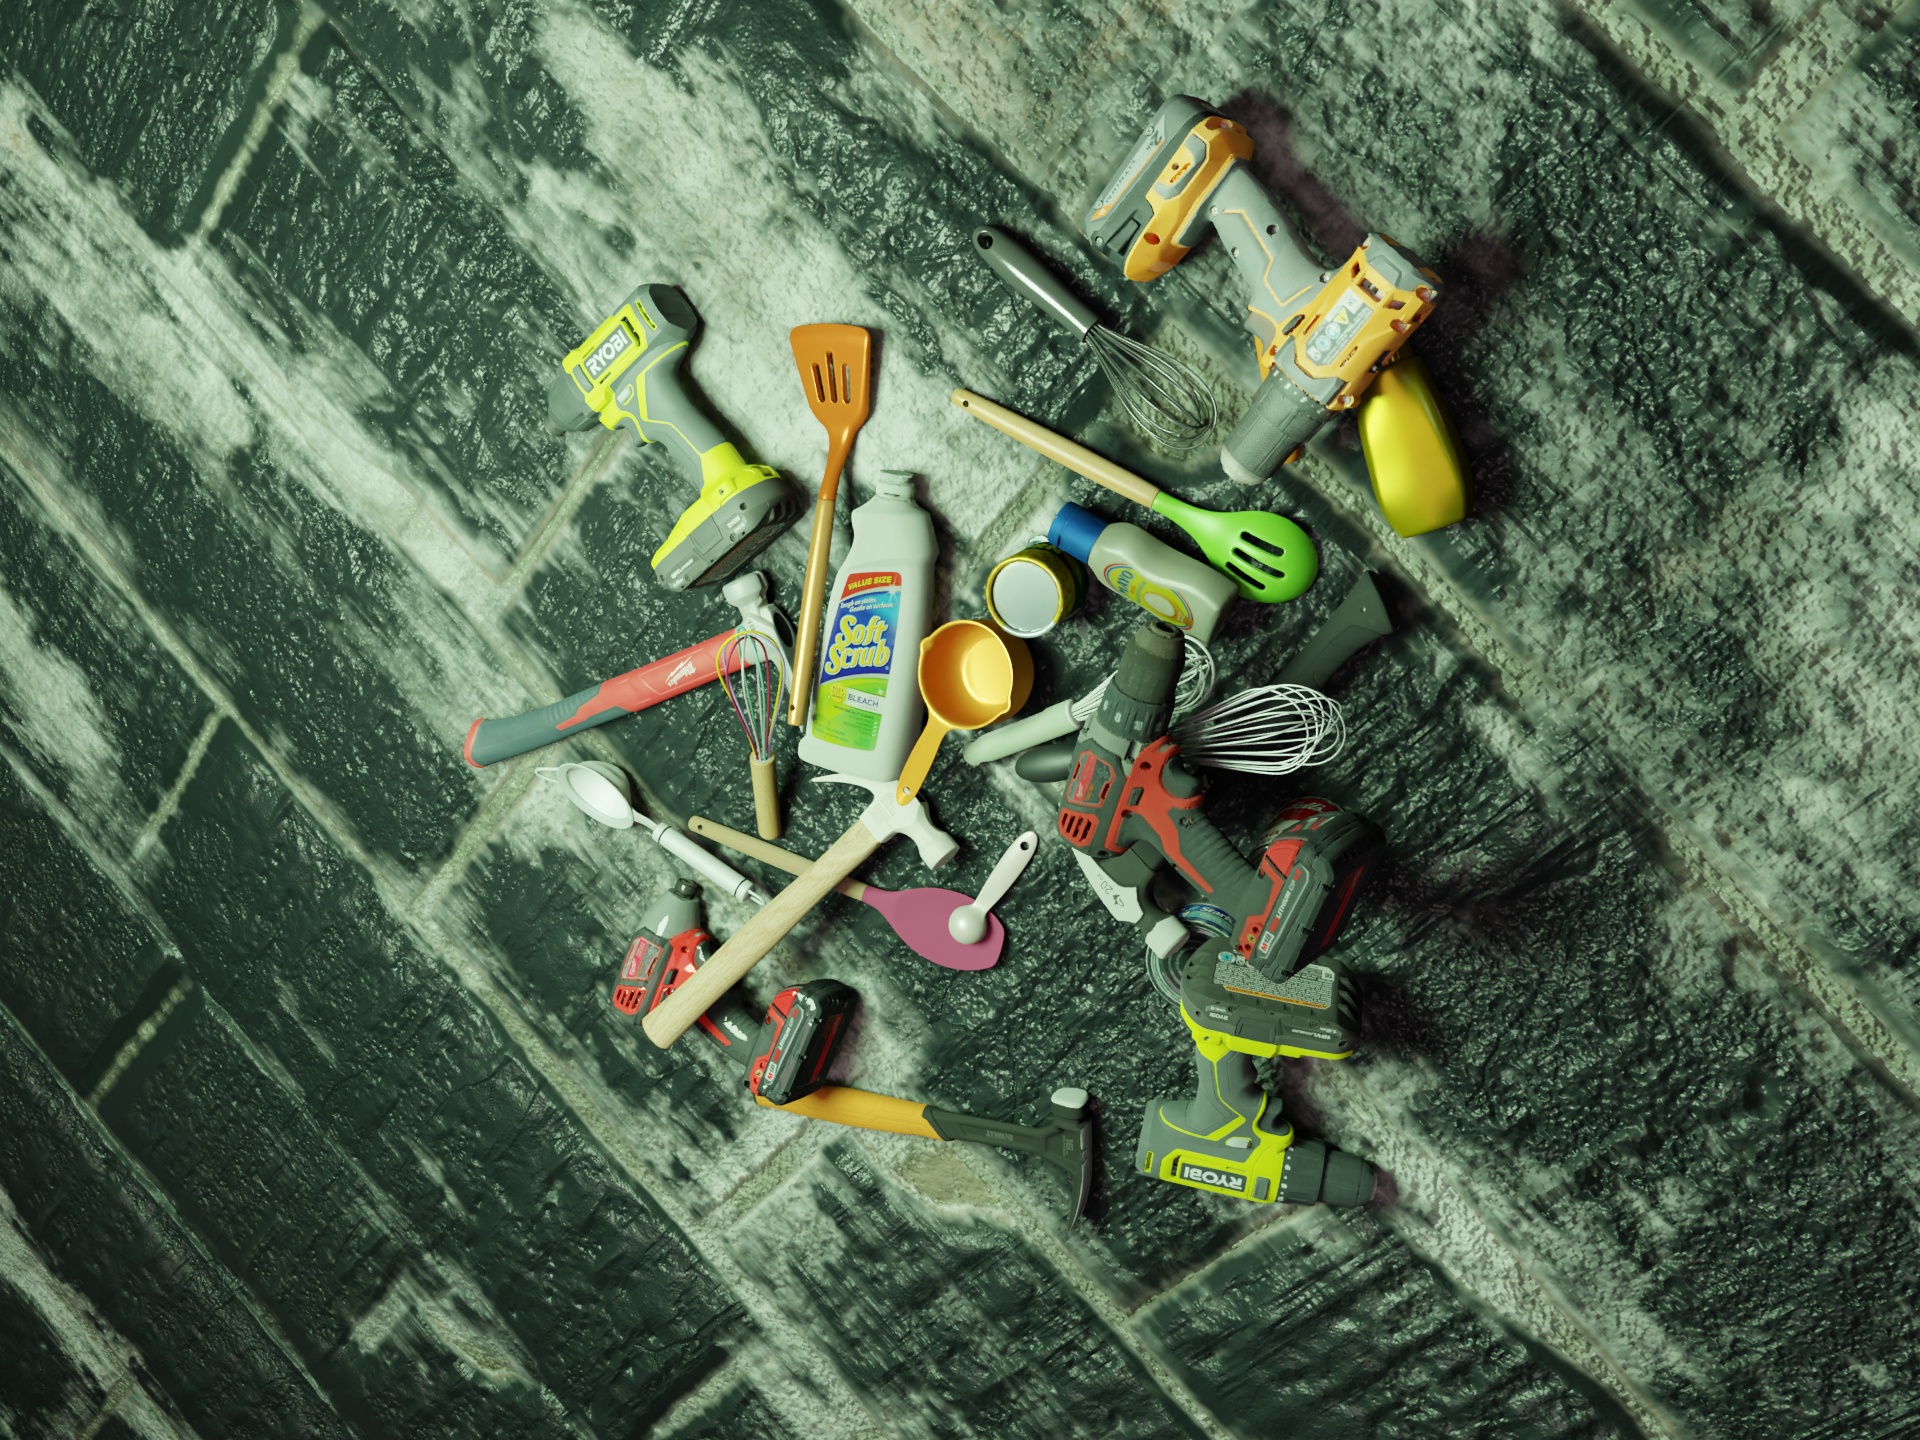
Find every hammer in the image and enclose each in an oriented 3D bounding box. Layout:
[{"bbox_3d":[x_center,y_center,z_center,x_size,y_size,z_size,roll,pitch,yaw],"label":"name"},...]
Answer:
[{"bbox_3d":[-0.304,-0.008,1.454,0.386,0.038,0.143,-19,99,29],"label":"hammer"},{"bbox_3d":[0.209,0.019,1.212,0.146,0.035,0.334,48,116,22],"label":"hammer"},{"bbox_3d":[-0.159,0.169,1.393,0.331,0.031,0.130,-43,75,12],"label":"hammer"},{"bbox_3d":[-0.040,0.371,1.455,0.337,0.034,0.127,5,108,24],"label":"hammer"}]

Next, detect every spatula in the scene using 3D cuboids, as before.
[{"bbox_3d":[-0.118,-0.156,1.289,0.081,0.041,0.322,10,94,32],"label":"spatula"}]

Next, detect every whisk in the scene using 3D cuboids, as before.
[{"bbox_3d":[0.096,-0.008,1.256,0.246,0.058,0.059,-22,88,36],"label":"whisk"},{"bbox_3d":[-0.174,0.015,1.355,0.051,0.047,0.244,39,145,32],"label":"whisk"},{"bbox_3d":[0.095,-0.286,1.175,0.239,0.055,0.055,44,119,11],"label":"whisk"},{"bbox_3d":[0.157,0.020,1.196,0.284,0.070,0.070,-11,102,38],"label":"whisk"}]

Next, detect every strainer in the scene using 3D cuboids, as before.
[{"bbox_3d":[-0.279,0.099,1.464,0.258,0.050,0.086,32,147,16],"label":"strainer"}]

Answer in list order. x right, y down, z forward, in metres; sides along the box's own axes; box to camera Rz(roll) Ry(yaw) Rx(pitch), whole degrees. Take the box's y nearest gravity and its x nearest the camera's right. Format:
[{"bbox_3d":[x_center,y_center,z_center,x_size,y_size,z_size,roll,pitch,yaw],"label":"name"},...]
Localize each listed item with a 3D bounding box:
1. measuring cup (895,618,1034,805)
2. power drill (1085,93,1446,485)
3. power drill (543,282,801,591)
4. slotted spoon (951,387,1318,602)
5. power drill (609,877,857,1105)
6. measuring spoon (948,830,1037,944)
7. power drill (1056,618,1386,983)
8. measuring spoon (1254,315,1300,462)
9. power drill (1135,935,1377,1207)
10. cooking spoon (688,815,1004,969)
[{"bbox_3d":[-0.002,-0.004,1.295,0.095,0.052,0.173,37,115,22],"label":"measuring cup"},{"bbox_3d":[0.189,-0.290,1.087,0.226,0.084,0.185,47,120,17],"label":"power drill"},{"bbox_3d":[-0.250,-0.227,1.338,0.171,0.080,0.223,-35,86,30],"label":"power drill"},{"bbox_3d":[0.125,-0.177,1.204,0.314,0.031,0.070,31,121,15],"label":"slotted spoon"},{"bbox_3d":[-0.214,0.247,1.466,0.220,0.078,0.143,25,97,22],"label":"power drill"},{"bbox_3d":[0.028,0.143,1.350,0.034,0.018,0.124,37,111,9],"label":"measuring spoon"},{"bbox_3d":[0.177,0.053,1.109,0.227,0.080,0.187,35,125,29],"label":"power drill"},{"bbox_3d":[0.226,-0.242,1.143,0.021,0.011,0.117,-6,104,27],"label":"measuring spoon"},{"bbox_3d":[0.245,0.291,1.252,0.190,0.080,0.228,10,124,10],"label":"power drill"},{"bbox_3d":[-0.107,0.145,1.421,0.319,0.017,0.068,20,105,18],"label":"cooking spoon"}]
